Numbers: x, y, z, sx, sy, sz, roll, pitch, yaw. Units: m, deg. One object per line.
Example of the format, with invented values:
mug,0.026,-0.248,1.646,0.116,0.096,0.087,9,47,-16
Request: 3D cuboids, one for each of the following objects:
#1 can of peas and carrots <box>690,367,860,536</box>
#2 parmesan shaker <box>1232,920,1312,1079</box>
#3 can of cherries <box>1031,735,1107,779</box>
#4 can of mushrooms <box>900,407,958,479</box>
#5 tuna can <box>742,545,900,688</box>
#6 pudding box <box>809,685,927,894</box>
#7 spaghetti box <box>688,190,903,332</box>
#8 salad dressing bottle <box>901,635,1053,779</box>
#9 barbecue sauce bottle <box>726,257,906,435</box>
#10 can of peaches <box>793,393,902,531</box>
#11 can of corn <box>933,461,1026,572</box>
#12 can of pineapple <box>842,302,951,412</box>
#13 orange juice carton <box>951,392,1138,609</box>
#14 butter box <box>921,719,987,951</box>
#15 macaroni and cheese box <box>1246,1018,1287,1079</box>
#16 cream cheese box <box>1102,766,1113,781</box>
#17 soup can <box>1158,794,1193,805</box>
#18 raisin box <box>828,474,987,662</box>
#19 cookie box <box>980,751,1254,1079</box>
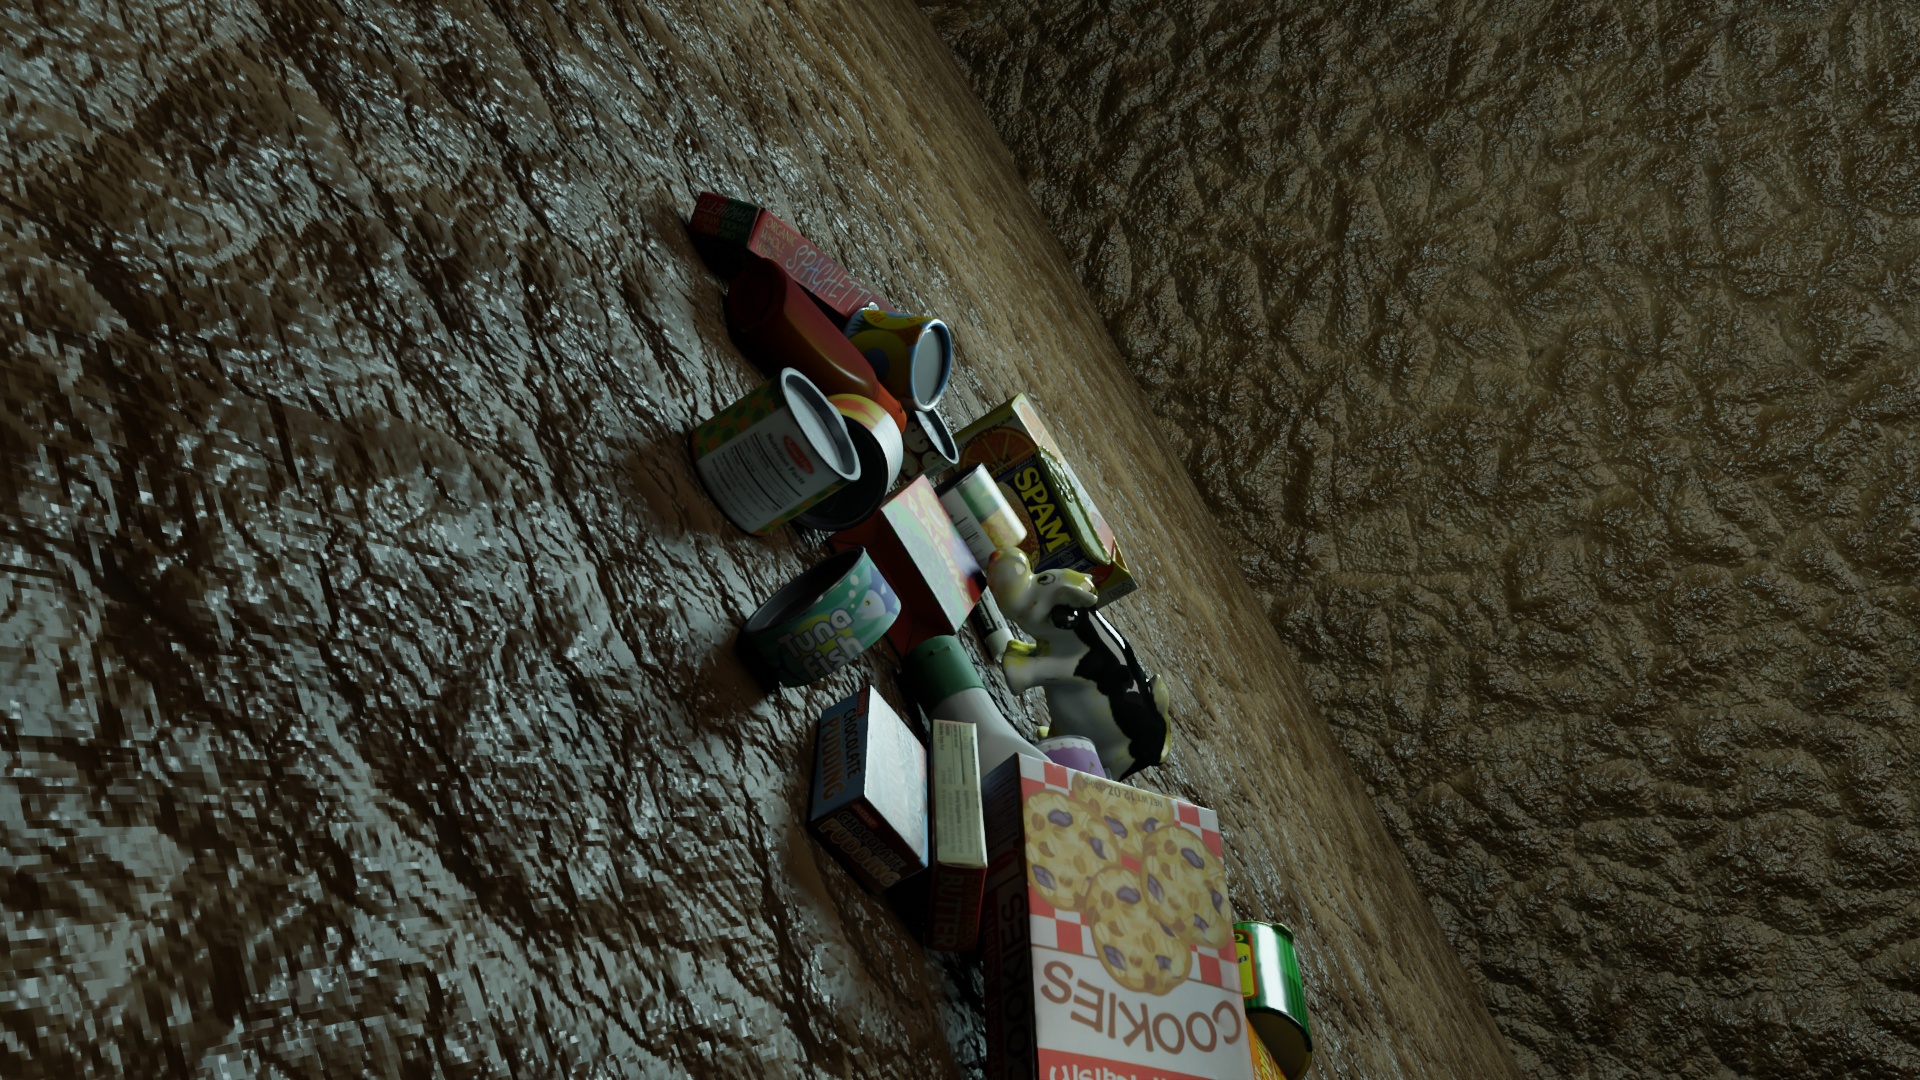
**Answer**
can of peas and carrots,-0.092,-0.045,0.699,0.071,0.058,0.071,54,14,-21
parmesan shaker,0.201,0.311,0.938,0.071,0.071,0.103,57,15,-9
can of cherries,0.052,0.151,0.779,0.071,0.071,0.058,40,25,-53
can of mushrooms,-0.034,-0.079,1.015,0.071,0.033,0.071,53,16,-22
tuna can,-0.062,0.035,0.624,0.032,0.071,0.071,56,14,-13
pudding box,-0.039,0.110,0.622,0.049,0.030,0.084,54,15,-24
spaghetti box,-0.099,-0.177,0.959,0.050,0.028,0.250,21,-1,24
salad dressing bottle,0.015,0.118,0.740,0.148,0.064,0.043,60,-25,31
barbecue sauce bottle,-0.087,-0.112,0.884,0.148,0.043,0.065,45,18,-45
can of peaches,-0.070,-0.045,0.766,0.071,0.071,0.058,57,14,-10
can of corn,0.003,-0.012,0.930,0.058,0.071,0.071,56,14,-8
can of pineapple,-0.045,-0.127,0.965,0.071,0.058,0.071,11,91,-68
orange juice carton,0.070,-0.022,1.169,0.192,0.071,0.073,56,15,-9
butter box,-0.004,0.136,0.649,0.104,0.024,0.052,-95,-170,-60
macaroni and cheese box,0.145,0.307,0.823,0.166,0.040,0.124,56,15,-10
cream cheese box,0.084,0.190,0.835,0.104,0.024,0.053,-99,-168,-56
soup can,0.132,0.212,0.920,0.071,0.071,0.084,59,10,0
raisin box,-0.028,0.014,0.837,0.086,0.040,0.124,58,15,-5
cookie box,0.071,0.193,0.640,0.123,0.040,0.168,20,47,-25
